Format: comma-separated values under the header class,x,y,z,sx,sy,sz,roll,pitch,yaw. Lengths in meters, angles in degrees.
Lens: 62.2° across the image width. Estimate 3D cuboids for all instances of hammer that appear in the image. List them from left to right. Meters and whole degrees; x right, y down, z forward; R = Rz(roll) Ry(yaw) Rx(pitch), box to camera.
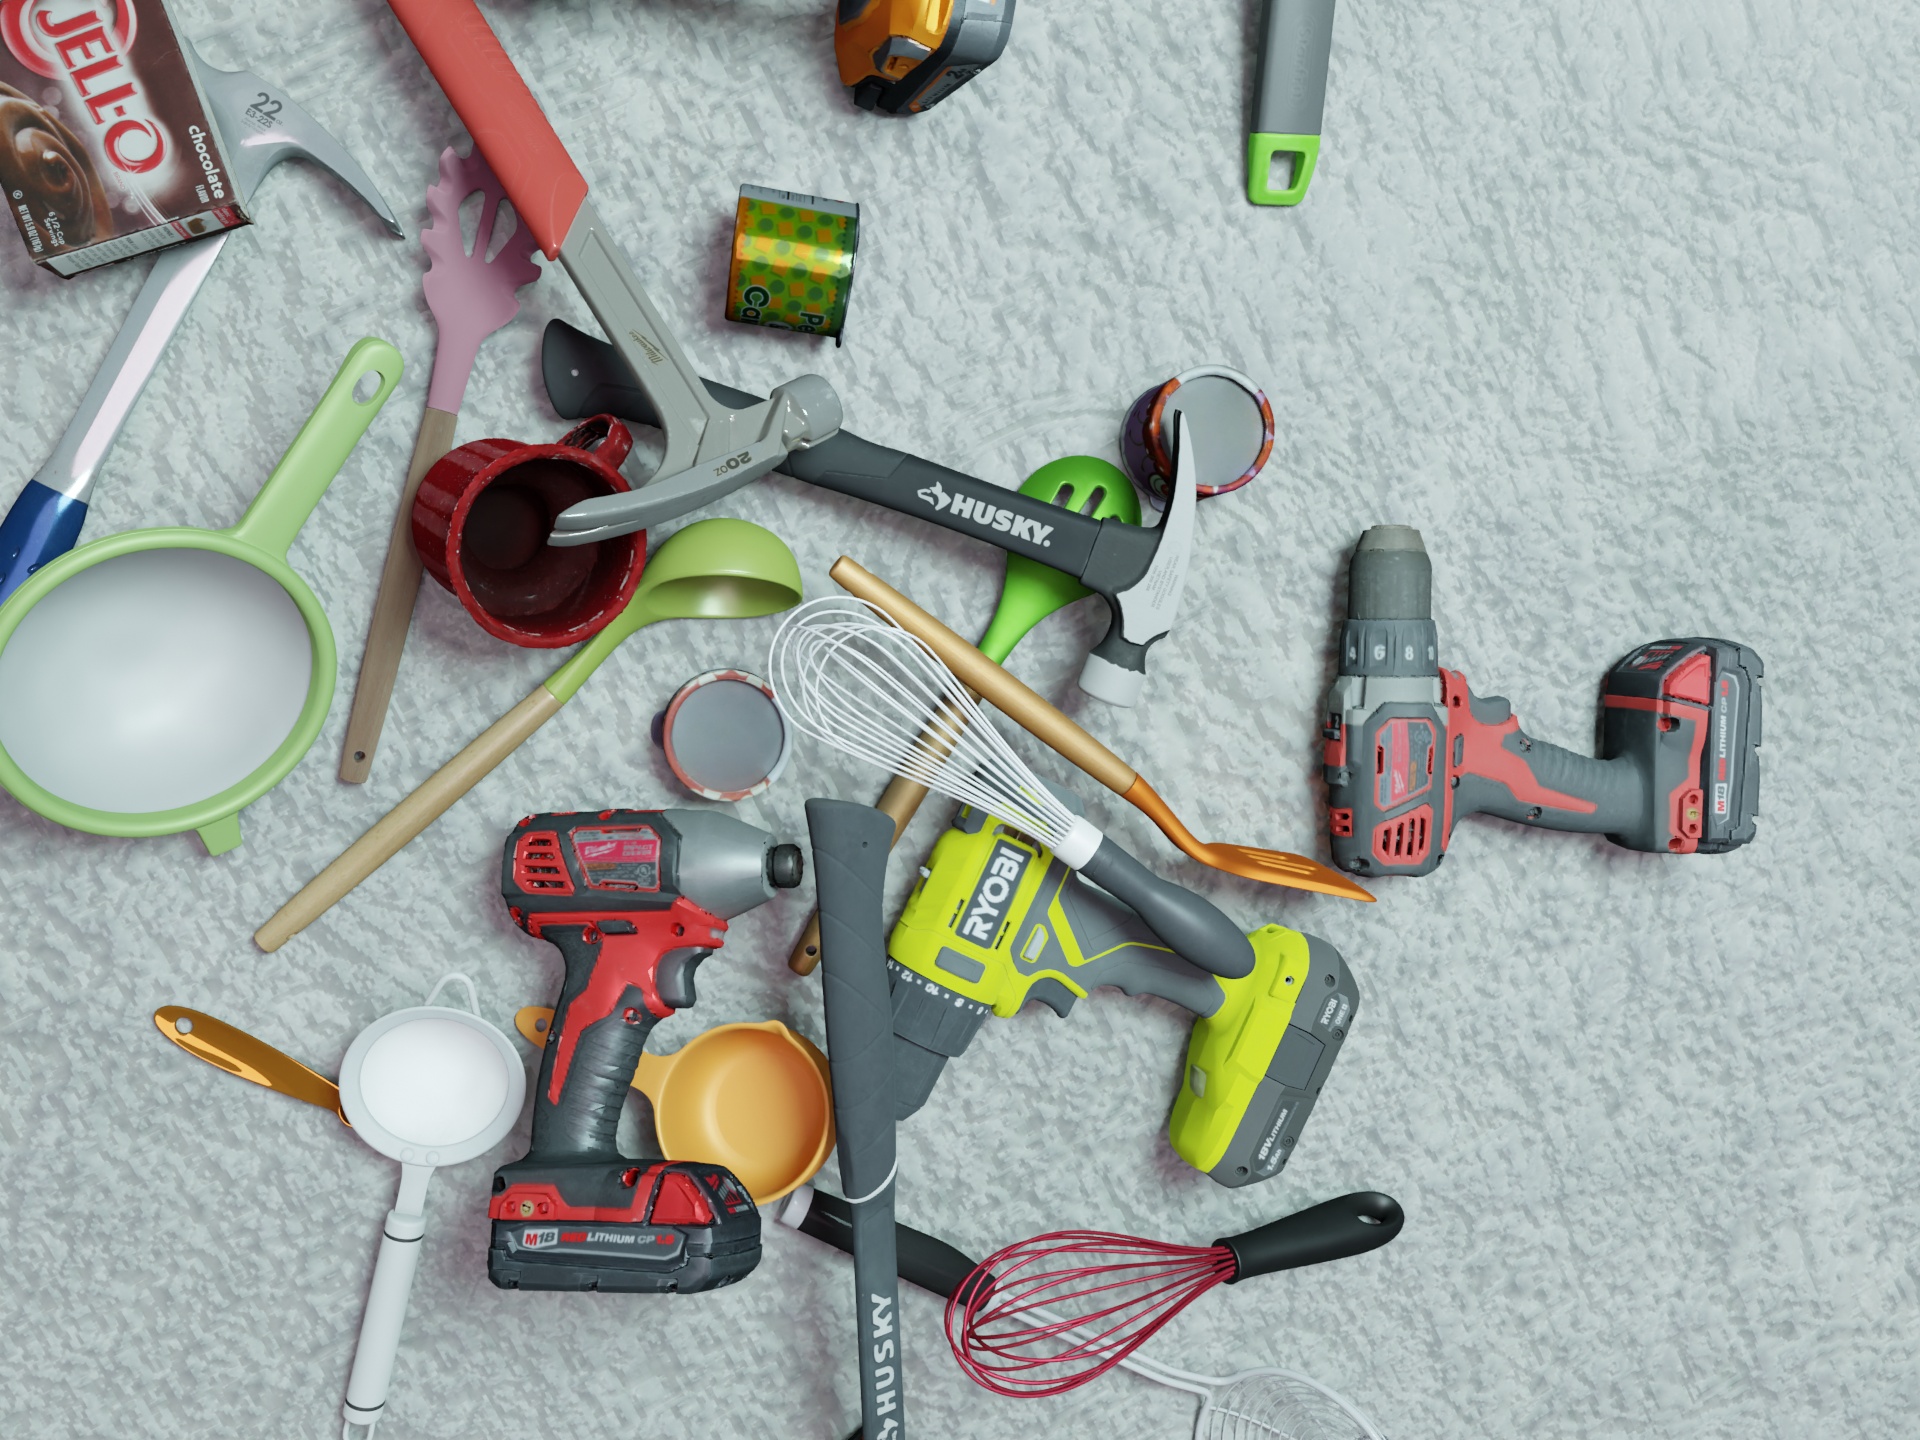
class,x,y,z,sx,sy,sz,roll,pitch,yaw
hammer,-0.407,-0.113,0.738,0.144,0.035,0.405,28,88,-11
hammer,-0.204,-0.251,0.716,0.149,0.036,0.359,-29,85,-30
hammer,-0.047,0.237,0.755,0.149,0.036,0.409,-8,98,-36
hammer,-0.045,-0.128,0.780,0.334,0.035,0.146,20,103,-2

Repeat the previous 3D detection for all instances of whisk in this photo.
class,x,y,z,sx,sy,sz,roll,pitch,yaw
whisk,0.029,0.040,0.759,0.284,0.070,0.070,37,86,-9
whisk,0.120,0.280,0.812,0.295,0.073,0.073,-2,94,-32

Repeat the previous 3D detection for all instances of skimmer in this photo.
class,x,y,z,sx,sy,sz,roll,pitch,yaw
skimmer,0.066,0.346,0.824,0.363,0.090,0.127,28,119,-9

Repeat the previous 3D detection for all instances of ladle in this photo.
class,x,y,z,sx,sy,sz,roll,pitch,yaw
ladle,-0.211,0.013,0.774,0.320,0.078,0.062,-41,76,-1

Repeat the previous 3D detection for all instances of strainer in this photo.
class,x,y,z,sx,sy,sz,roll,pitch,yaw
strainer,-0.340,-0.071,0.720,0.256,0.069,0.151,-56,140,0
strainer,-0.272,0.239,0.781,0.087,0.050,0.258,13,96,-12

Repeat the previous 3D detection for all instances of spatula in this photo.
class,x,y,z,sx,sy,sz,roll,pitch,yaw
spatula,0.071,0.010,0.799,0.322,0.081,0.041,36,91,-16

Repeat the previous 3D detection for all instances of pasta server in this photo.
class,x,y,z,sx,sy,sz,roll,pitch,yaw
pasta server,-0.256,-0.123,0.766,0.060,0.040,0.316,14,91,-22

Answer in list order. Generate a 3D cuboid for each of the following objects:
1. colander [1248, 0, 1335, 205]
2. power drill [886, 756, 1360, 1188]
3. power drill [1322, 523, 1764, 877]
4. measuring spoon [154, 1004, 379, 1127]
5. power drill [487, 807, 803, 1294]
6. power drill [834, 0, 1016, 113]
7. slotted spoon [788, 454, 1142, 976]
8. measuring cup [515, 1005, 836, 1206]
class,x,y,z,sx,sy,sz,roll,pitch,yaw
colander,0.171,-0.473,0.812,0.204,0.095,0.397,-1,111,-11
power drill,0.069,0.149,0.823,0.228,0.080,0.190,26,87,-8
power drill,0.307,-0.010,0.861,0.226,0.080,0.188,0,93,-8
measuring spoon,-0.340,0.168,0.781,0.117,0.011,0.021,28,90,-7
power drill,-0.146,0.149,0.746,0.143,0.078,0.220,-3,76,10
power drill,-0.103,-0.354,0.735,0.226,0.164,0.084,7,92,-23
slotted spoon,-0.001,-0.003,0.826,0.070,0.031,0.314,32,88,-4
measuring cup,-0.141,0.181,0.804,0.174,0.052,0.095,20,84,14
